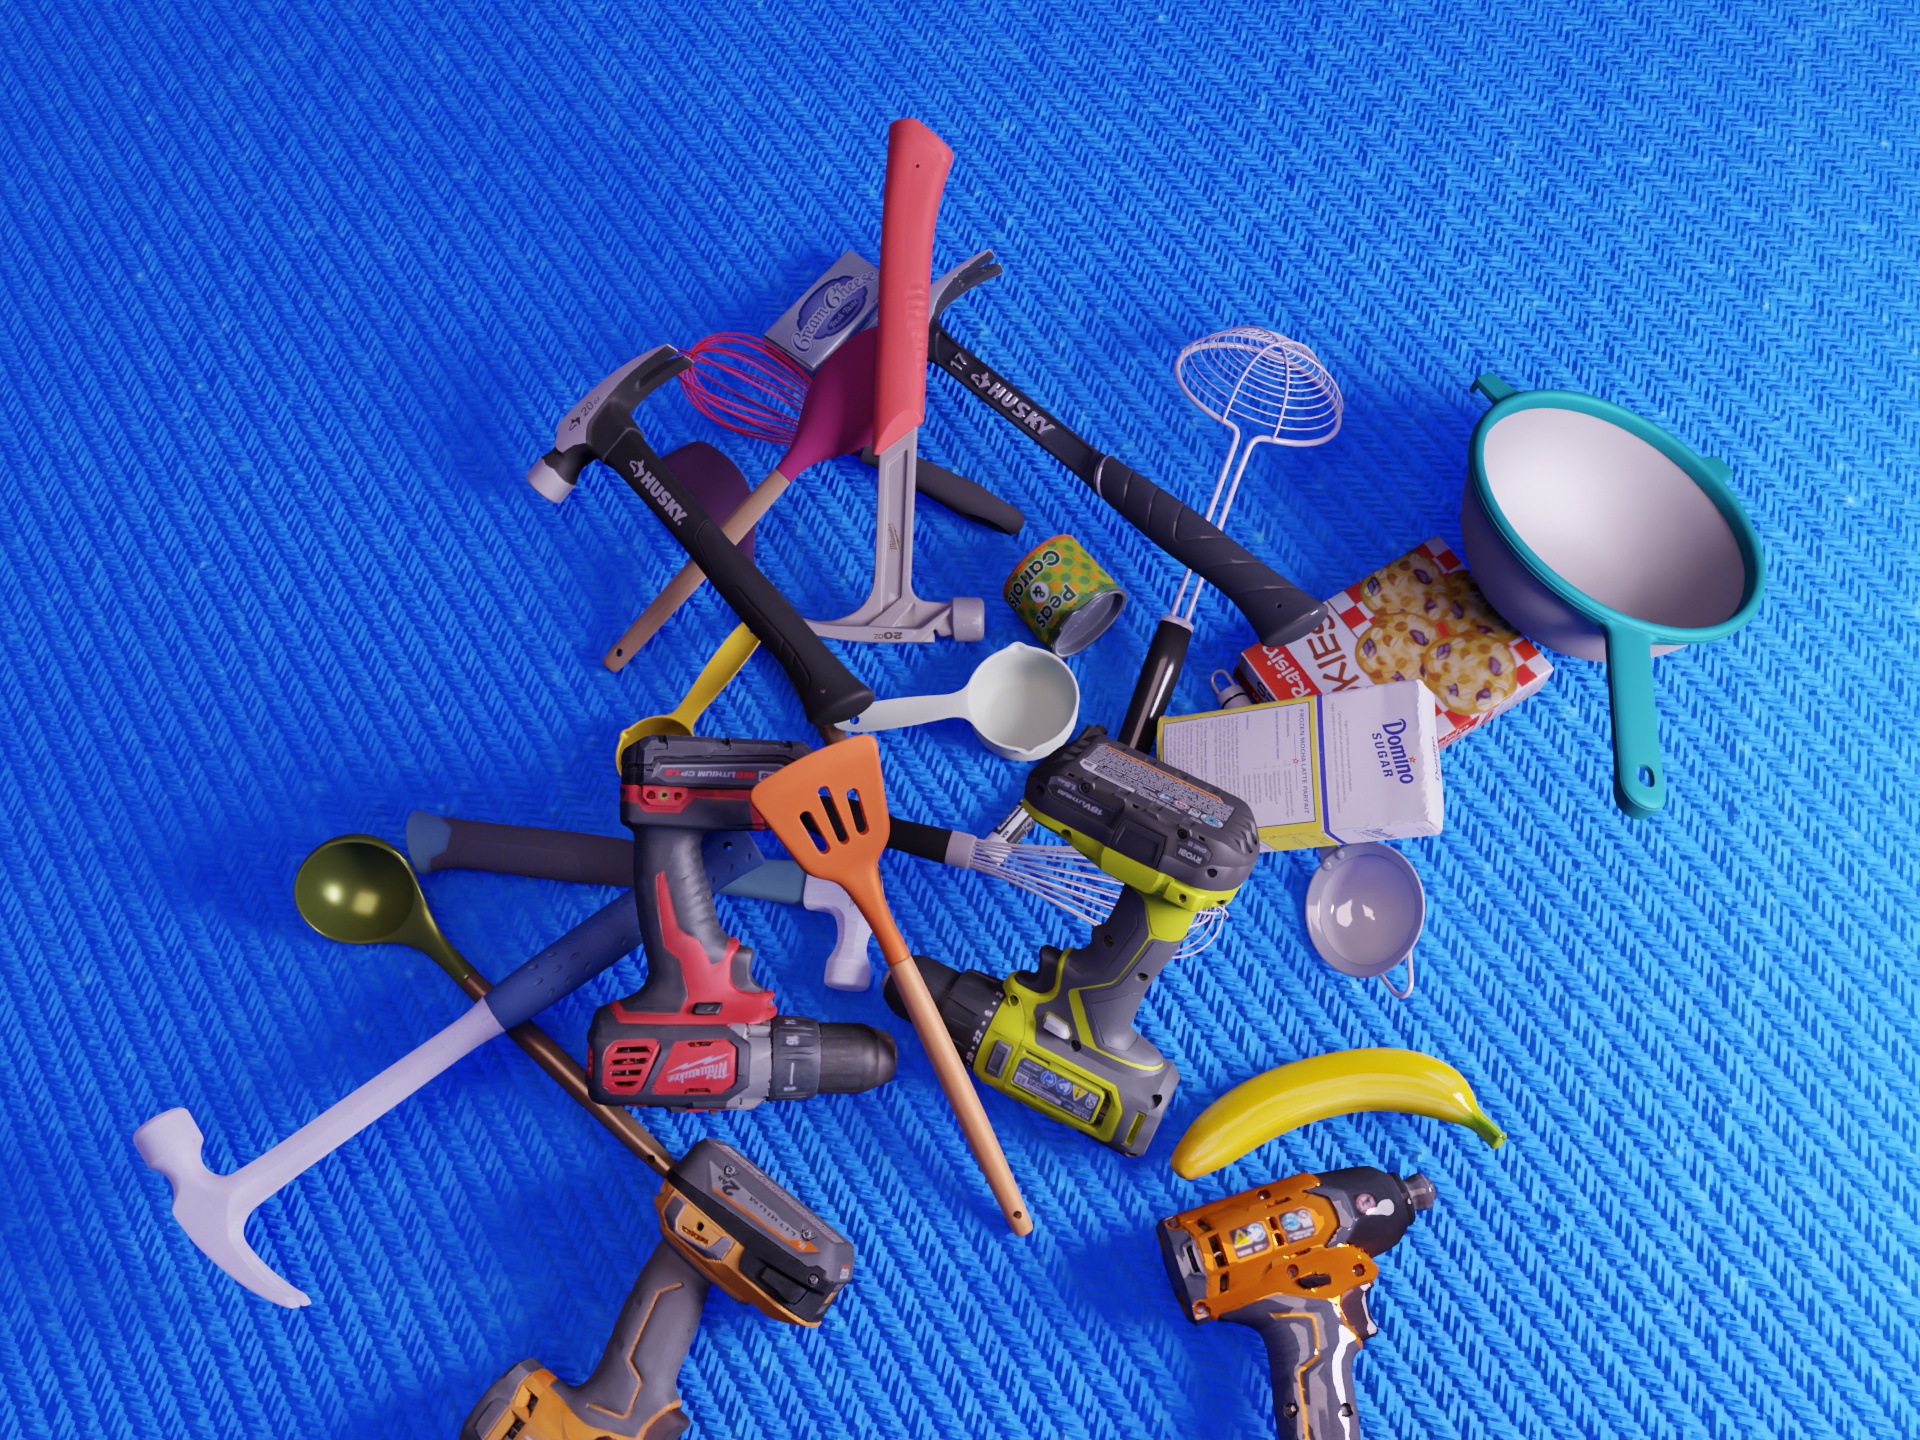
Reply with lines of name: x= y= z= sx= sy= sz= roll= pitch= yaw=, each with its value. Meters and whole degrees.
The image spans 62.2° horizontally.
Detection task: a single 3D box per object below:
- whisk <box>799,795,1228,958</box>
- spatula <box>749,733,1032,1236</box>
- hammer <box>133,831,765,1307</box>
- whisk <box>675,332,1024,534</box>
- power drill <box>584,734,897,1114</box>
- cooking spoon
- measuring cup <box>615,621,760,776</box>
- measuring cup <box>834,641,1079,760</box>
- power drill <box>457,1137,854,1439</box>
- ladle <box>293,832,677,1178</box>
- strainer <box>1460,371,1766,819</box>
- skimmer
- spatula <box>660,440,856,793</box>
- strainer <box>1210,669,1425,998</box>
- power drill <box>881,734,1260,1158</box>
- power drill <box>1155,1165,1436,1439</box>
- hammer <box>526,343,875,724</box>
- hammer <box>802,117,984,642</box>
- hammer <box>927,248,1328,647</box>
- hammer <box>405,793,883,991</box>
whisk: x=0.031 y=0.090 z=1.018 sx=0.284 sy=0.070 sz=0.070 roll=14 pitch=70 yaw=6
spatula: x=-0.026 y=0.166 z=0.944 sx=0.081 sy=0.041 sz=0.322 roll=-25 pitch=96 yaw=-11
hammer: x=-0.295 y=0.194 z=0.989 sx=0.405 sy=0.035 sz=0.144 roll=-35 pitch=79 yaw=-12
whisk: x=-0.084 y=-0.208 z=1.168 sx=0.296 sy=0.073 sz=0.073 roll=28 pitch=73 yaw=9
power drill: x=-0.129 y=0.126 z=0.972 sx=0.188 sy=0.080 sz=0.227 roll=3 pitch=87 yaw=-13
cooking spoon: x=-0.144 y=-0.155 z=1.133 sx=0.069 sy=0.017 sz=0.319 roll=42 pitch=91 yaw=4
measuring cup: x=-0.179 y=-0.011 z=1.111 sx=0.062 sy=0.029 sz=0.156 roll=30 pitch=71 yaw=16
measuring cup: x=-0.002 y=-0.003 z=1.088 sx=0.167 sy=0.038 sz=0.083 roll=-7 pitch=67 yaw=4
power drill: x=-0.154 y=0.384 z=0.920 sx=0.185 sy=0.084 sz=0.226 roll=34 pitch=79 yaw=16
ladle: x=-0.306 y=0.187 z=1.026 sx=0.320 sy=0.062 sz=0.078 roll=39 pitch=101 yaw=15
strainer: x=0.400 y=-0.063 z=1.016 sx=0.211 sy=0.095 sz=0.341 roll=18 pitch=53 yaw=-7
skimmer: x=0.169 y=-0.118 z=1.124 sx=0.127 sy=0.090 sz=0.363 roll=21 pitch=81 yaw=1
spatula: x=-0.137 y=-0.080 z=1.140 sx=0.060 sy=0.018 sz=0.316 roll=-27 pitch=67 yaw=-6
strainer: x=0.232 y=0.067 z=1.037 sx=0.087 sy=0.050 sz=0.259 roll=-45 pitch=58 yaw=30
power drill: x=0.063 y=0.130 z=0.954 sx=0.190 sy=0.080 sz=0.228 roll=25 pitch=113 yaw=14
power drill: x=0.224 y=0.368 z=0.895 sx=0.164 sy=0.084 sz=0.227 roll=-18 pitch=64 yaw=-3
hammer: x=-0.167 y=-0.121 z=1.094 sx=0.146 sy=0.035 sz=0.335 roll=-47 pitch=65 yaw=10
hammer: x=-0.051 y=-0.233 z=1.106 sx=0.149 sy=0.037 sz=0.359 roll=2 pitch=91 yaw=-1
hammer: x=0.091 y=-0.184 z=1.106 sx=0.409 sy=0.036 sz=0.149 roll=42 pitch=92 yaw=26
hammer: x=-0.214 y=0.098 z=1.065 sx=0.331 sy=0.033 sz=0.128 roll=6 pitch=69 yaw=7
